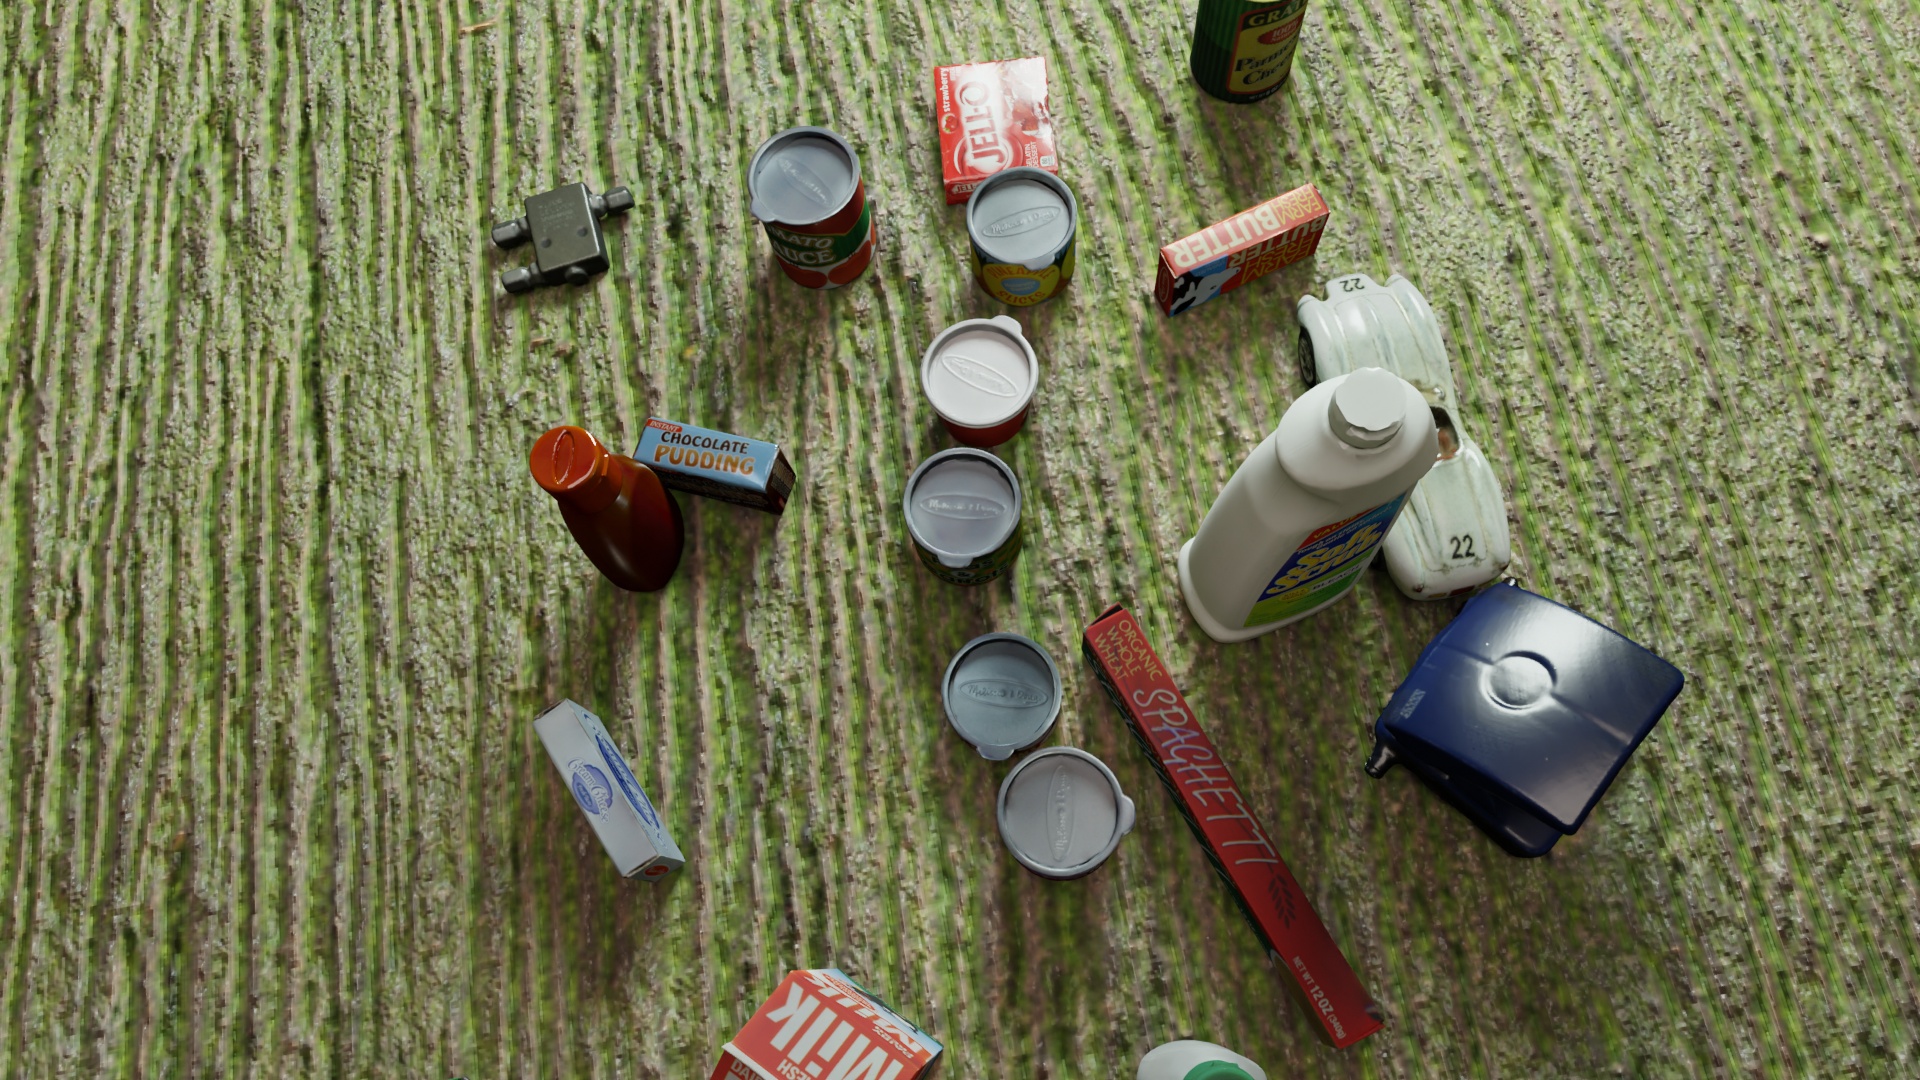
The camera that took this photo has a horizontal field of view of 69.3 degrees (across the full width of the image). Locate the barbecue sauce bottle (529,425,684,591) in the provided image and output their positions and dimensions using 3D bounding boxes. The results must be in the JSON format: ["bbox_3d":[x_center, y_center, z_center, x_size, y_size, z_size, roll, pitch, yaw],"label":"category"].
[{"bbox_3d":[-0.192,-0.020,0.762,0.044,0.148,0.065,3,73,5],"label":"barbecue sauce bottle"}]

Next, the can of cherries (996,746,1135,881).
[{"bbox_3d":[0.056,0.147,0.738,0.071,0.058,0.071,-1,72,4],"label":"can of cherries"}]

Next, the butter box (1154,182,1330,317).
[{"bbox_3d":[0.168,-0.174,0.836,0.103,0.053,0.024,-24,73,-4],"label":"butter box"}]

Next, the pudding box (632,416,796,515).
[{"bbox_3d":[-0.144,-0.044,0.819,0.084,0.049,0.030,14,74,8],"label":"pudding box"}]

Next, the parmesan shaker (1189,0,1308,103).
[{"bbox_3d":[0.182,-0.329,0.859,0.071,0.103,0.071,-1,73,4],"label":"parmesan shaker"}]

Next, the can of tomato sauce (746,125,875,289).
[{"bbox_3d":[-0.090,-0.199,0.847,0.071,0.083,0.071,-1,72,4],"label":"can of tomato sauce"}]

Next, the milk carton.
[{"bbox_3d":[-0.062,0.250,0.644,0.072,0.190,0.073,33,78,13],"label":"milk carton"}]

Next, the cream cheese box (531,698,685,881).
[{"bbox_3d":[-0.193,0.138,0.761,0.024,0.053,0.104,-34,73,-6],"label":"cream cheese box"}]

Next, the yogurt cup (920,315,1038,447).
[{"bbox_3d":[0.012,-0.089,0.820,0.072,0.053,0.072,-1,72,4],"label":"yogurt cup"}]

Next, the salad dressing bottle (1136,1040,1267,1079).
[{"bbox_3d":[0.116,0.261,0.650,0.064,0.147,0.044,3,73,5],"label":"salad dressing bottle"}]

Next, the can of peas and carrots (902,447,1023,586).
[{"bbox_3d":[0.003,-0.010,0.792,0.071,0.058,0.071,-1,72,4],"label":"can of peas and carrots"}]

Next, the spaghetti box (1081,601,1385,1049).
[{"bbox_3d":[0.138,0.148,0.736,0.029,0.050,0.250,-29,73,-5],"label":"spaghetti box"}]

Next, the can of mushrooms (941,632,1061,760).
[{"bbox_3d":[0.023,0.089,0.772,0.071,0.033,0.071,-1,72,4],"label":"can of mushrooms"}]

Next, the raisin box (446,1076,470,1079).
[{"bbox_3d":[-0.250,0.307,0.674,0.086,0.123,0.040,36,79,14],"label":"raisin box"}]

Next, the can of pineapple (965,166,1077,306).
[{"bbox_3d":[0.038,-0.182,0.846,0.071,0.057,0.071,-1,72,4],"label":"can of pineapple"}]
